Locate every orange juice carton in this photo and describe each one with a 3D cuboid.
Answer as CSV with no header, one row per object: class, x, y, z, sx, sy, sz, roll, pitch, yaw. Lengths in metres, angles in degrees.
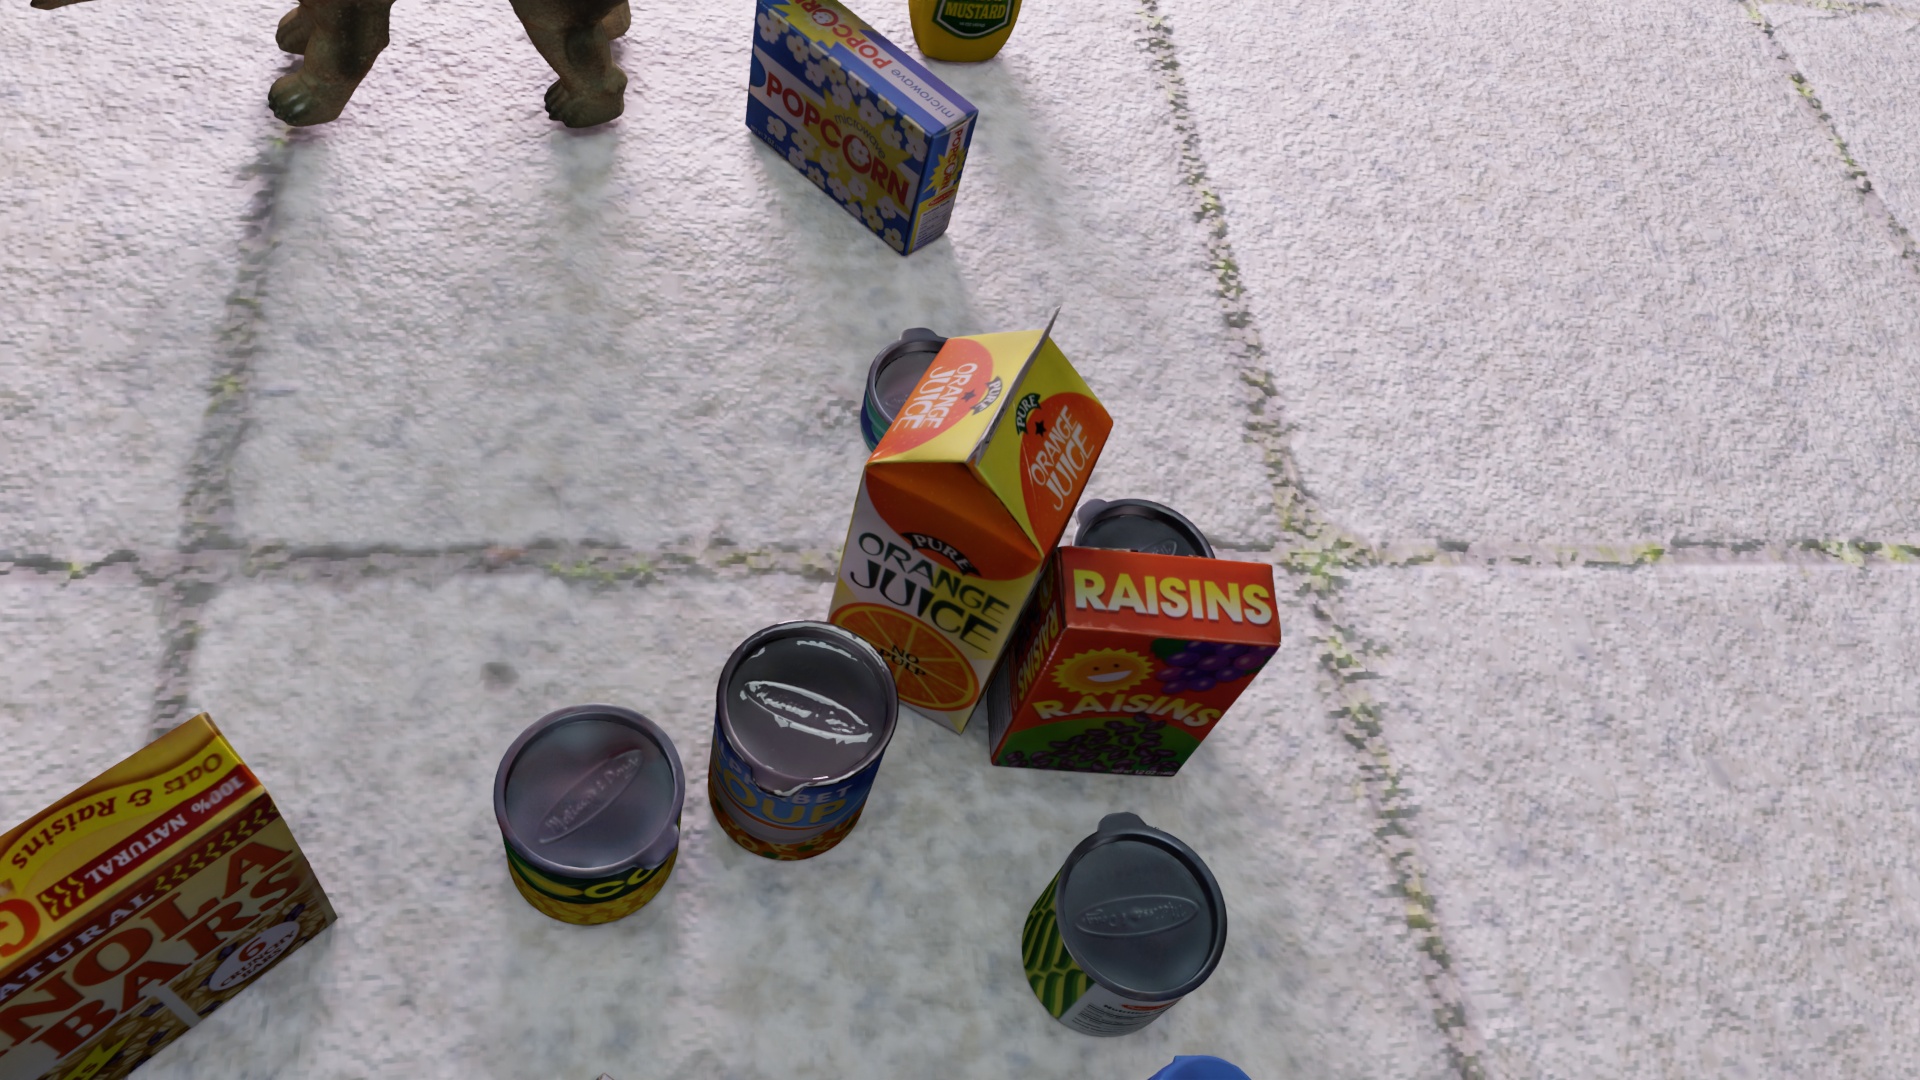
orange juice carton,0.002,-0.007,0.540,0.073,0.191,0.072,27,56,5

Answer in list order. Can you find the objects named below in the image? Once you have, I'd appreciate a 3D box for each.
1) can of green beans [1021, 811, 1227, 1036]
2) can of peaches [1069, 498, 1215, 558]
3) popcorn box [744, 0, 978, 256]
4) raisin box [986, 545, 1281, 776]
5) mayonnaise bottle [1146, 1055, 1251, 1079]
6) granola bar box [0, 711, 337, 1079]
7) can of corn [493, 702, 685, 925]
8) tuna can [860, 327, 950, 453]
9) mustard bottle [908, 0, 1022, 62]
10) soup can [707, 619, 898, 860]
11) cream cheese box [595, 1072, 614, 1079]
can of green beans,0.061,0.151,0.534,0.071,0.057,0.071,6,57,-9
can of peaches,0.072,0.022,0.620,0.071,0.057,0.071,6,57,-9
popcorn box,-0.055,-0.222,0.732,0.127,0.084,0.038,41,58,14
raisin box,0.065,0.052,0.559,0.086,0.122,0.040,6,57,-10
mayonnaise bottle,0.055,0.200,0.446,0.065,0.147,0.041,4,57,-11
granola bar box,-0.282,0.138,0.420,0.039,0.123,0.166,43,59,15
can of corn,-0.135,0.104,0.517,0.071,0.058,0.071,6,57,-9
tuna can,-0.015,-0.066,0.671,0.071,0.032,0.071,6,57,-9
mustard bottle,0.012,-0.346,0.782,0.065,0.159,0.049,-5,59,-16
soup can,-0.064,0.081,0.534,0.071,0.083,0.072,6,57,-9
cream cheese box,-0.084,0.219,0.457,0.104,0.053,0.024,32,56,8
